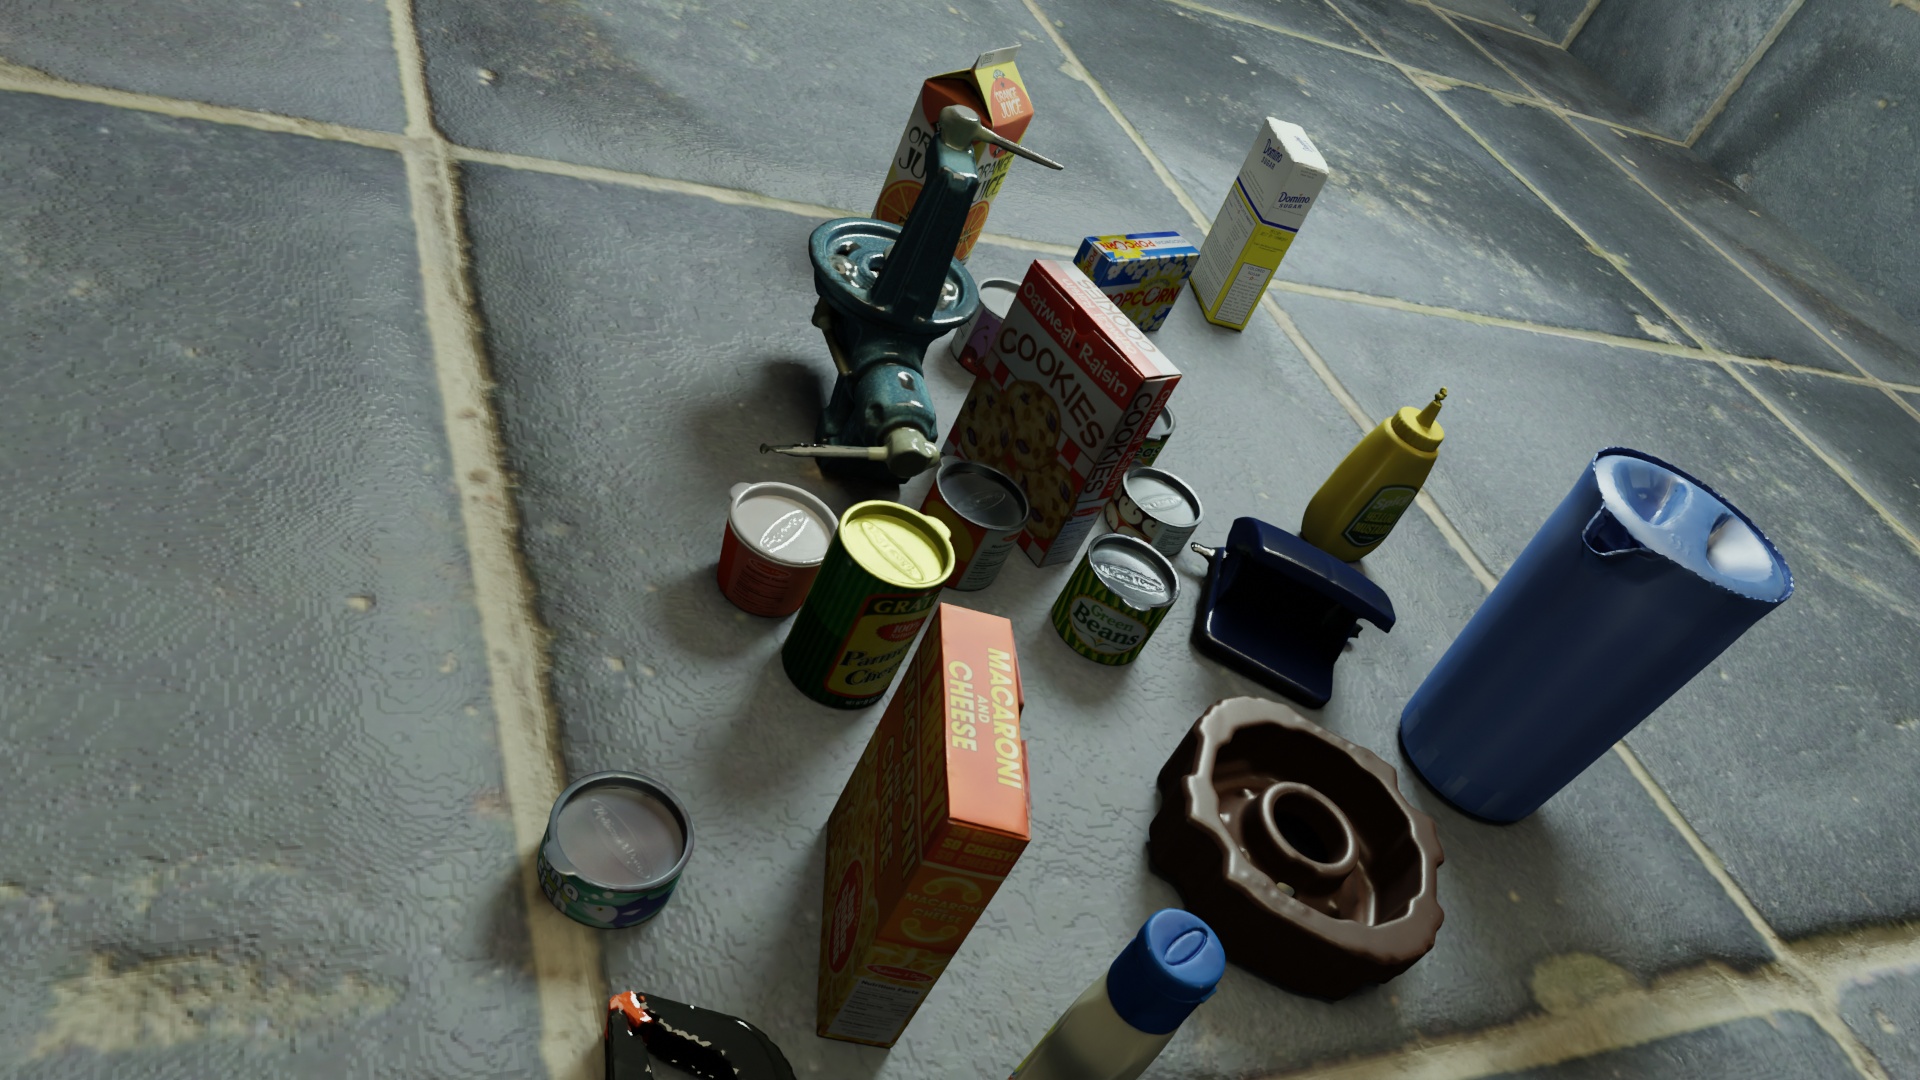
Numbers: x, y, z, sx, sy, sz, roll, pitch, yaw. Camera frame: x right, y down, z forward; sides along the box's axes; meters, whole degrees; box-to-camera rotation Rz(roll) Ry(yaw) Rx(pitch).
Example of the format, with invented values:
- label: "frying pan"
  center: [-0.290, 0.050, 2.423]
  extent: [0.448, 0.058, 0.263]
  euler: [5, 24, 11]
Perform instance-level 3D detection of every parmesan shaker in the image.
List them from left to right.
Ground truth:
- label: "parmesan shaker"
  center: [-0.050, 0.037, 0.773]
  extent: [0.071, 0.102, 0.072]
  euler: [17, 38, -14]

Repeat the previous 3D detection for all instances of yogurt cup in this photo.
- label: "yogurt cup"
  center: [-0.109, 0.008, 0.812]
  extent: [0.072, 0.053, 0.073]
  euler: [17, 38, -14]

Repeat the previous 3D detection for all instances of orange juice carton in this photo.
- label: "orange juice carton"
  center: [-0.003, -0.320, 1.151]
  extent: [0.073, 0.191, 0.072]
  euler: [37, 38, 13]

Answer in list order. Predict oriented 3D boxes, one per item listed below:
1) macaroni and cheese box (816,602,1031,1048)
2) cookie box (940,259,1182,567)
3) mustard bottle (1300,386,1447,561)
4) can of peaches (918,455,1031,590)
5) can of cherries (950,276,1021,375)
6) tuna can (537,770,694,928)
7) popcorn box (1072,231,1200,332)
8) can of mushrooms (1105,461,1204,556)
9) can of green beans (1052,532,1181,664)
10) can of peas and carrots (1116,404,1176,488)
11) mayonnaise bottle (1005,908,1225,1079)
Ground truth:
- label: "macaroni and cheese box"
  center: [-0.019, 0.130, 0.629]
  extent: [0.040, 0.165, 0.124]
  euler: [16, 38, -16]
- label: "cookie box"
  center: [0.062, -0.085, 0.933]
  extent: [0.040, 0.166, 0.123]
  euler: [-11, 51, -40]
- label: "mustard bottle"
  center: [0.324, -0.053, 1.062]
  extent: [0.065, 0.159, 0.049]
  euler: [3, 43, -30]
- label: "can of peaches"
  center: [0.003, -0.011, 0.900]
  extent: [0.071, 0.057, 0.071]
  euler: [17, 38, -14]
- label: "can of cherries"
  center: [0.035, -0.165, 1.102]
  extent: [0.071, 0.058, 0.072]
  euler: [17, 38, -14]
- label: "tuna can"
  center: [-0.161, 0.143, 0.637]
  extent: [0.071, 0.032, 0.071]
  euler: [17, 38, -14]
- label: "popcorn box"
  center: [0.144, -0.224, 1.216]
  extent: [0.127, 0.084, 0.038]
  euler: [-14, 53, -42]
- label: "can of mushrooms"
  center: [0.141, -0.023, 1.019]
  extent: [0.071, 0.033, 0.071]
  euler: [17, 38, -14]
- label: "can of green beans"
  center: [0.100, 0.038, 0.901]
  extent: [0.071, 0.057, 0.071]
  euler: [17, 38, -14]
- label: "can of peas and carrots"
  center: [0.122, -0.078, 1.052]
  extent: [0.071, 0.058, 0.071]
  euler: [17, 38, -14]
- label: "mayonnaise bottle"
  center: [0.063, 0.213, 0.596]
  extent: [0.065, 0.147, 0.041]
  euler: [-21, 58, -45]
